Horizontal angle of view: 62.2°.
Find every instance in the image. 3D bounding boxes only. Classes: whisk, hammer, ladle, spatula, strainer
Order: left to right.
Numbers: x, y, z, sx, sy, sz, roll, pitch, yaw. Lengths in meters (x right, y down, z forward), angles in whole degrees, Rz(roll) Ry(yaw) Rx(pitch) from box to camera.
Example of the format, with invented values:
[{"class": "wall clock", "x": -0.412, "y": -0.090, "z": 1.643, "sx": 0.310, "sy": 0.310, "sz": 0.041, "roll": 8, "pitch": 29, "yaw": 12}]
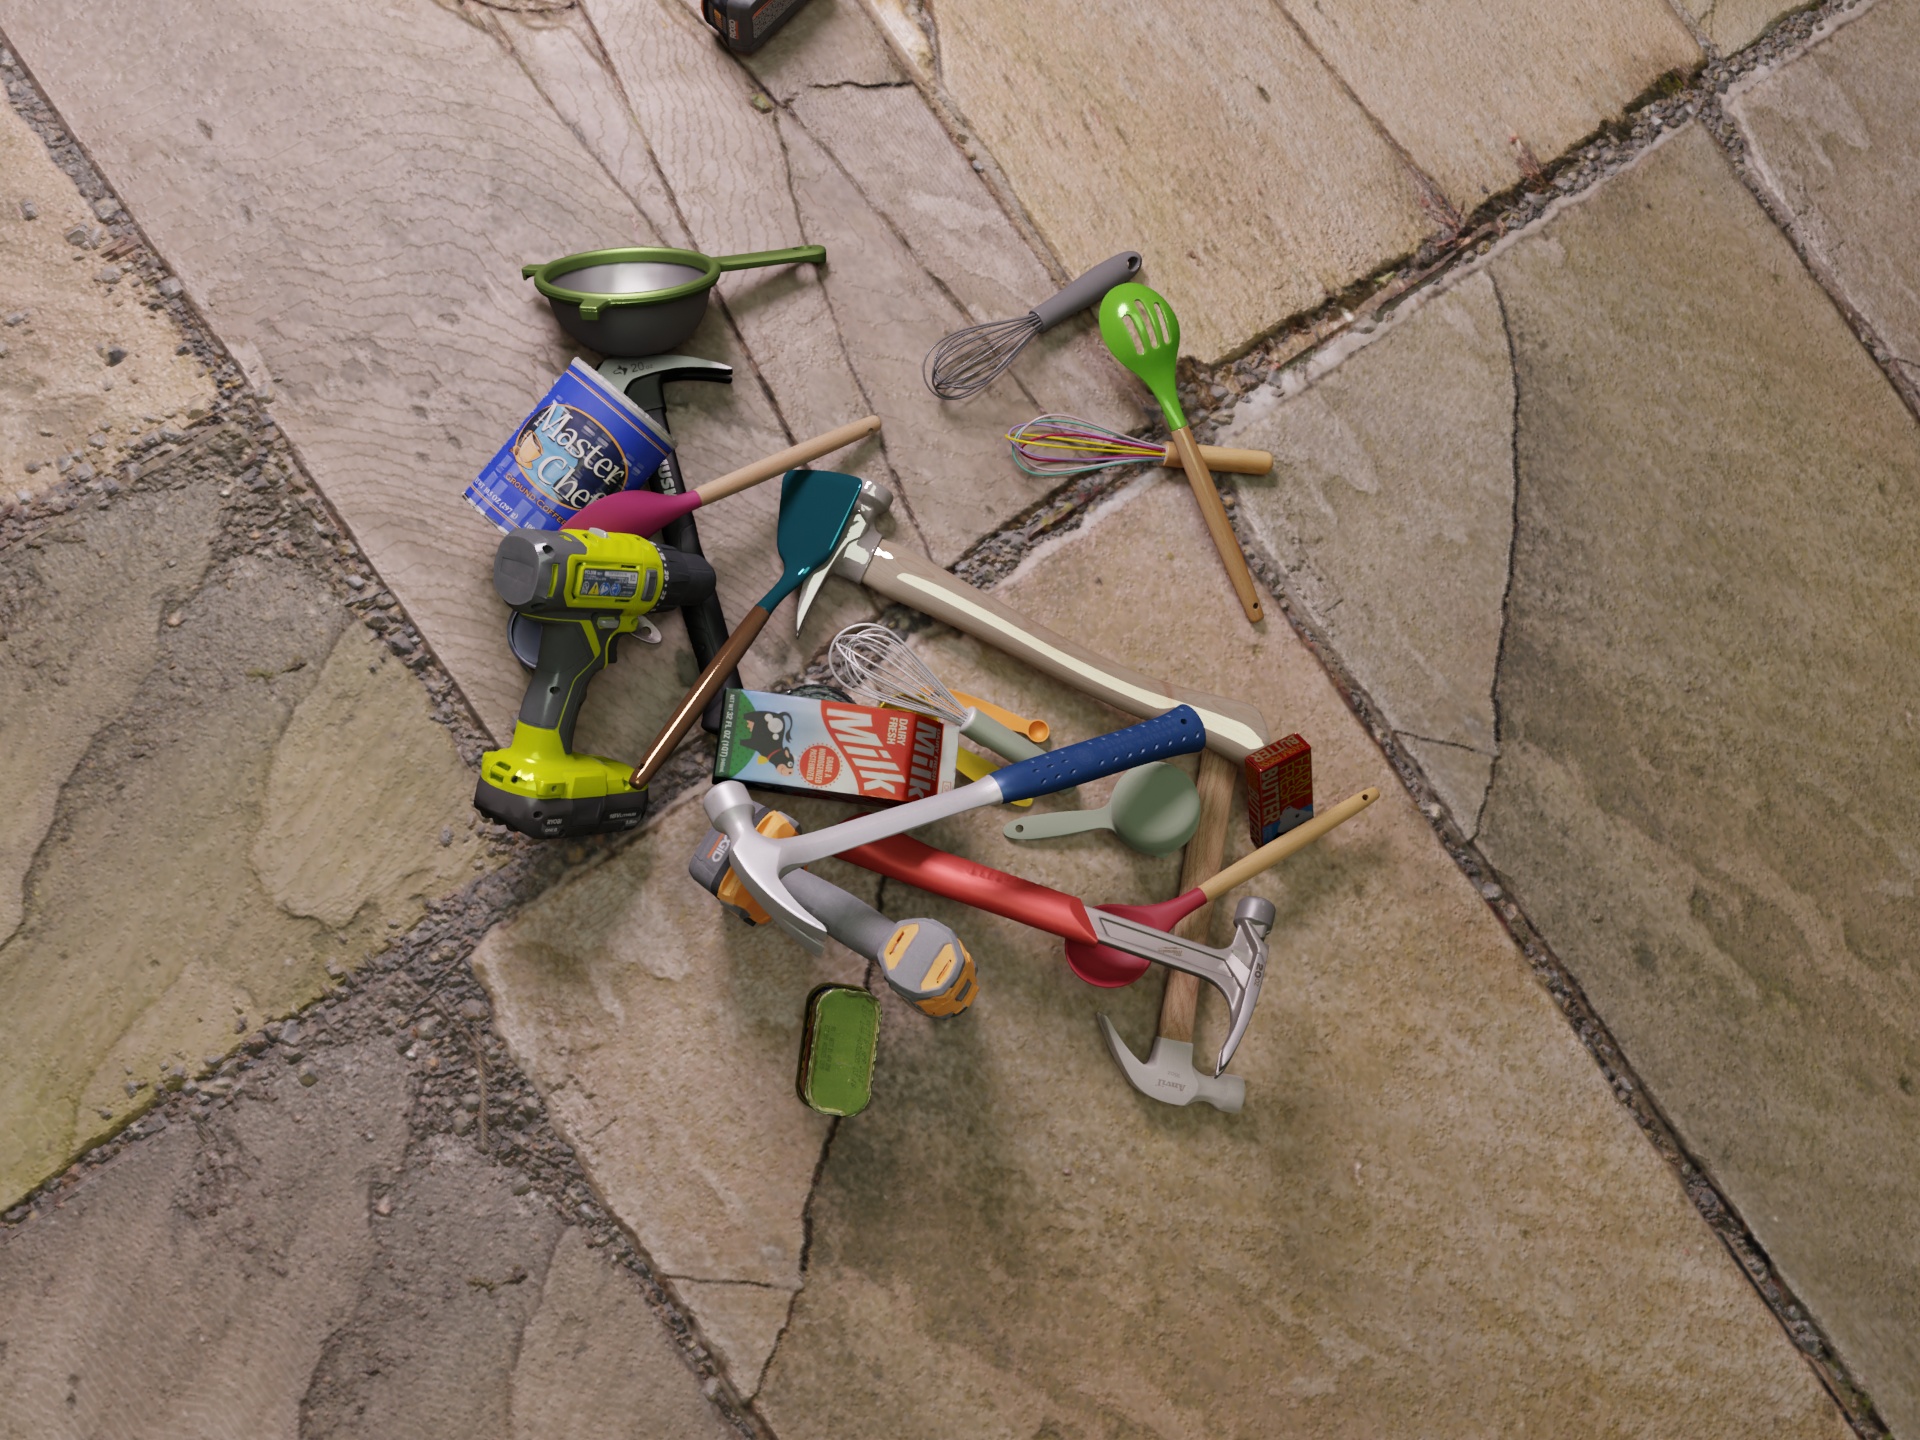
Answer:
[{"class": "hammer", "x": -0.224, "y": -0.144, "z": 1.318, "sx": 0.146, "sy": 0.035, "sz": 0.335, "roll": -16, "pitch": 84, "yaw": -11}, {"class": "strainer", "x": -0.226, "y": -0.353, "z": 1.334, "sx": 0.256, "sy": 0.152, "sz": 0.069, "roll": -17, "pitch": 124, "yaw": -28}, {"class": "spatula", "x": -0.177, "y": -0.076, "z": 1.265, "sx": 0.082, "sy": 0.044, "sz": 0.318, "roll": 12, "pitch": 56, "yaw": 30}, {"class": "whisk", "x": -0.002, "y": -0.004, "z": 1.307, "sx": 0.246, "sy": 0.058, "sz": 0.059, "roll": 32, "pitch": 102, "yaw": -19}, {"class": "hammer", "x": 0.019, "y": 0.060, "z": 1.208, "sx": 0.405, "sy": 0.035, "sz": 0.144, "roll": -16, "pitch": 57, "yaw": -27}, {"class": "whisk", "x": 0.066, "y": -0.353, "z": 1.394, "sx": 0.239, "sy": 0.055, "sz": 0.055, "roll": -35, "pitch": 88, "yaw": -17}, {"class": "hammer", "x": 0.064, "y": -0.053, "z": 1.335, "sx": 0.410, "sy": 0.038, "sz": 0.146, "roll": 26, "pitch": 80, "yaw": 0}, {"class": "hammer", "x": 0.063, "y": 0.158, "z": 1.266, "sx": 0.359, "sy": 0.036, "sz": 0.149, "roll": 18, "pitch": 59, "yaw": 9}, {"class": "whisk", "x": 0.158, "y": -0.234, "z": 1.391, "sx": 0.245, "sy": 0.047, "sz": 0.051, "roll": 3, "pitch": 80, "yaw": -12}, {"class": "hammer", "x": 0.197, "y": 0.155, "z": 1.344, "sx": 0.130, "sy": 0.031, "sz": 0.331, "roll": 12, "pitch": 79, "yaw": -8}, {"class": "ladle", "x": 0.221, "y": 0.131, "z": 1.322, "sx": 0.315, "sy": 0.031, "sz": 0.069, "roll": -28, "pitch": 75, "yaw": -15}]

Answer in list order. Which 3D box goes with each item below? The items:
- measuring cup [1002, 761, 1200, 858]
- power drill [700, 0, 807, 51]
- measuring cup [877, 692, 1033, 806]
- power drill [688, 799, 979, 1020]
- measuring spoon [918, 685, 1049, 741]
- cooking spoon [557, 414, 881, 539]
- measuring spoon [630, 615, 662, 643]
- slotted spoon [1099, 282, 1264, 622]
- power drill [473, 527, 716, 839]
[{"class": "measuring cup", "x": 0.118, "y": 0.078, "z": 1.325, "sx": 0.167, "sy": 0.038, "sz": 0.083, "roll": -8, "pitch": 74, "yaw": 1}, {"class": "power drill", "x": -0.243, "y": -0.689, "z": 1.376, "sx": 0.226, "sy": 0.084, "sz": 0.164, "roll": 41, "pitch": 78, "yaw": 3}, {"class": "measuring cup", "x": -0.008, "y": 0.032, "z": 1.337, "sx": 0.156, "sy": 0.029, "sz": 0.062, "roll": 32, "pitch": 74, "yaw": -16}, {"class": "power drill", "x": -0.086, "y": 0.160, "z": 1.245, "sx": 0.226, "sy": 0.185, "sz": 0.084, "roll": 29, "pitch": 77, "yaw": 15}, {"class": "measuring spoon", "x": 0.019, "y": -0.006, "z": 1.351, "sx": 0.117, "sy": 0.011, "sz": 0.021, "roll": 18, "pitch": 79, "yaw": -3}, {"class": "cooking spoon", "x": -0.191, "y": -0.189, "z": 1.286, "sx": 0.319, "sy": 0.068, "sz": 0.017, "roll": -30, "pitch": 55, "yaw": -30}, {"class": "measuring spoon", "x": -0.301, "y": -0.098, "z": 1.311, "sx": 0.124, "sy": 0.018, "sz": 0.034, "roll": 33, "pitch": 65, "yaw": -10}, {"class": "slotted spoon", "x": 0.200, "y": -0.229, "z": 1.372, "sx": 0.070, "sy": 0.031, "sz": 0.313, "roll": -27, "pitch": 101, "yaw": -15}, {"class": "power drill", "x": -0.278, "y": -0.033, "z": 1.219, "sx": 0.080, "sy": 0.190, "sz": 0.228, "roll": 20, "pitch": 103, "yaw": 33}]
